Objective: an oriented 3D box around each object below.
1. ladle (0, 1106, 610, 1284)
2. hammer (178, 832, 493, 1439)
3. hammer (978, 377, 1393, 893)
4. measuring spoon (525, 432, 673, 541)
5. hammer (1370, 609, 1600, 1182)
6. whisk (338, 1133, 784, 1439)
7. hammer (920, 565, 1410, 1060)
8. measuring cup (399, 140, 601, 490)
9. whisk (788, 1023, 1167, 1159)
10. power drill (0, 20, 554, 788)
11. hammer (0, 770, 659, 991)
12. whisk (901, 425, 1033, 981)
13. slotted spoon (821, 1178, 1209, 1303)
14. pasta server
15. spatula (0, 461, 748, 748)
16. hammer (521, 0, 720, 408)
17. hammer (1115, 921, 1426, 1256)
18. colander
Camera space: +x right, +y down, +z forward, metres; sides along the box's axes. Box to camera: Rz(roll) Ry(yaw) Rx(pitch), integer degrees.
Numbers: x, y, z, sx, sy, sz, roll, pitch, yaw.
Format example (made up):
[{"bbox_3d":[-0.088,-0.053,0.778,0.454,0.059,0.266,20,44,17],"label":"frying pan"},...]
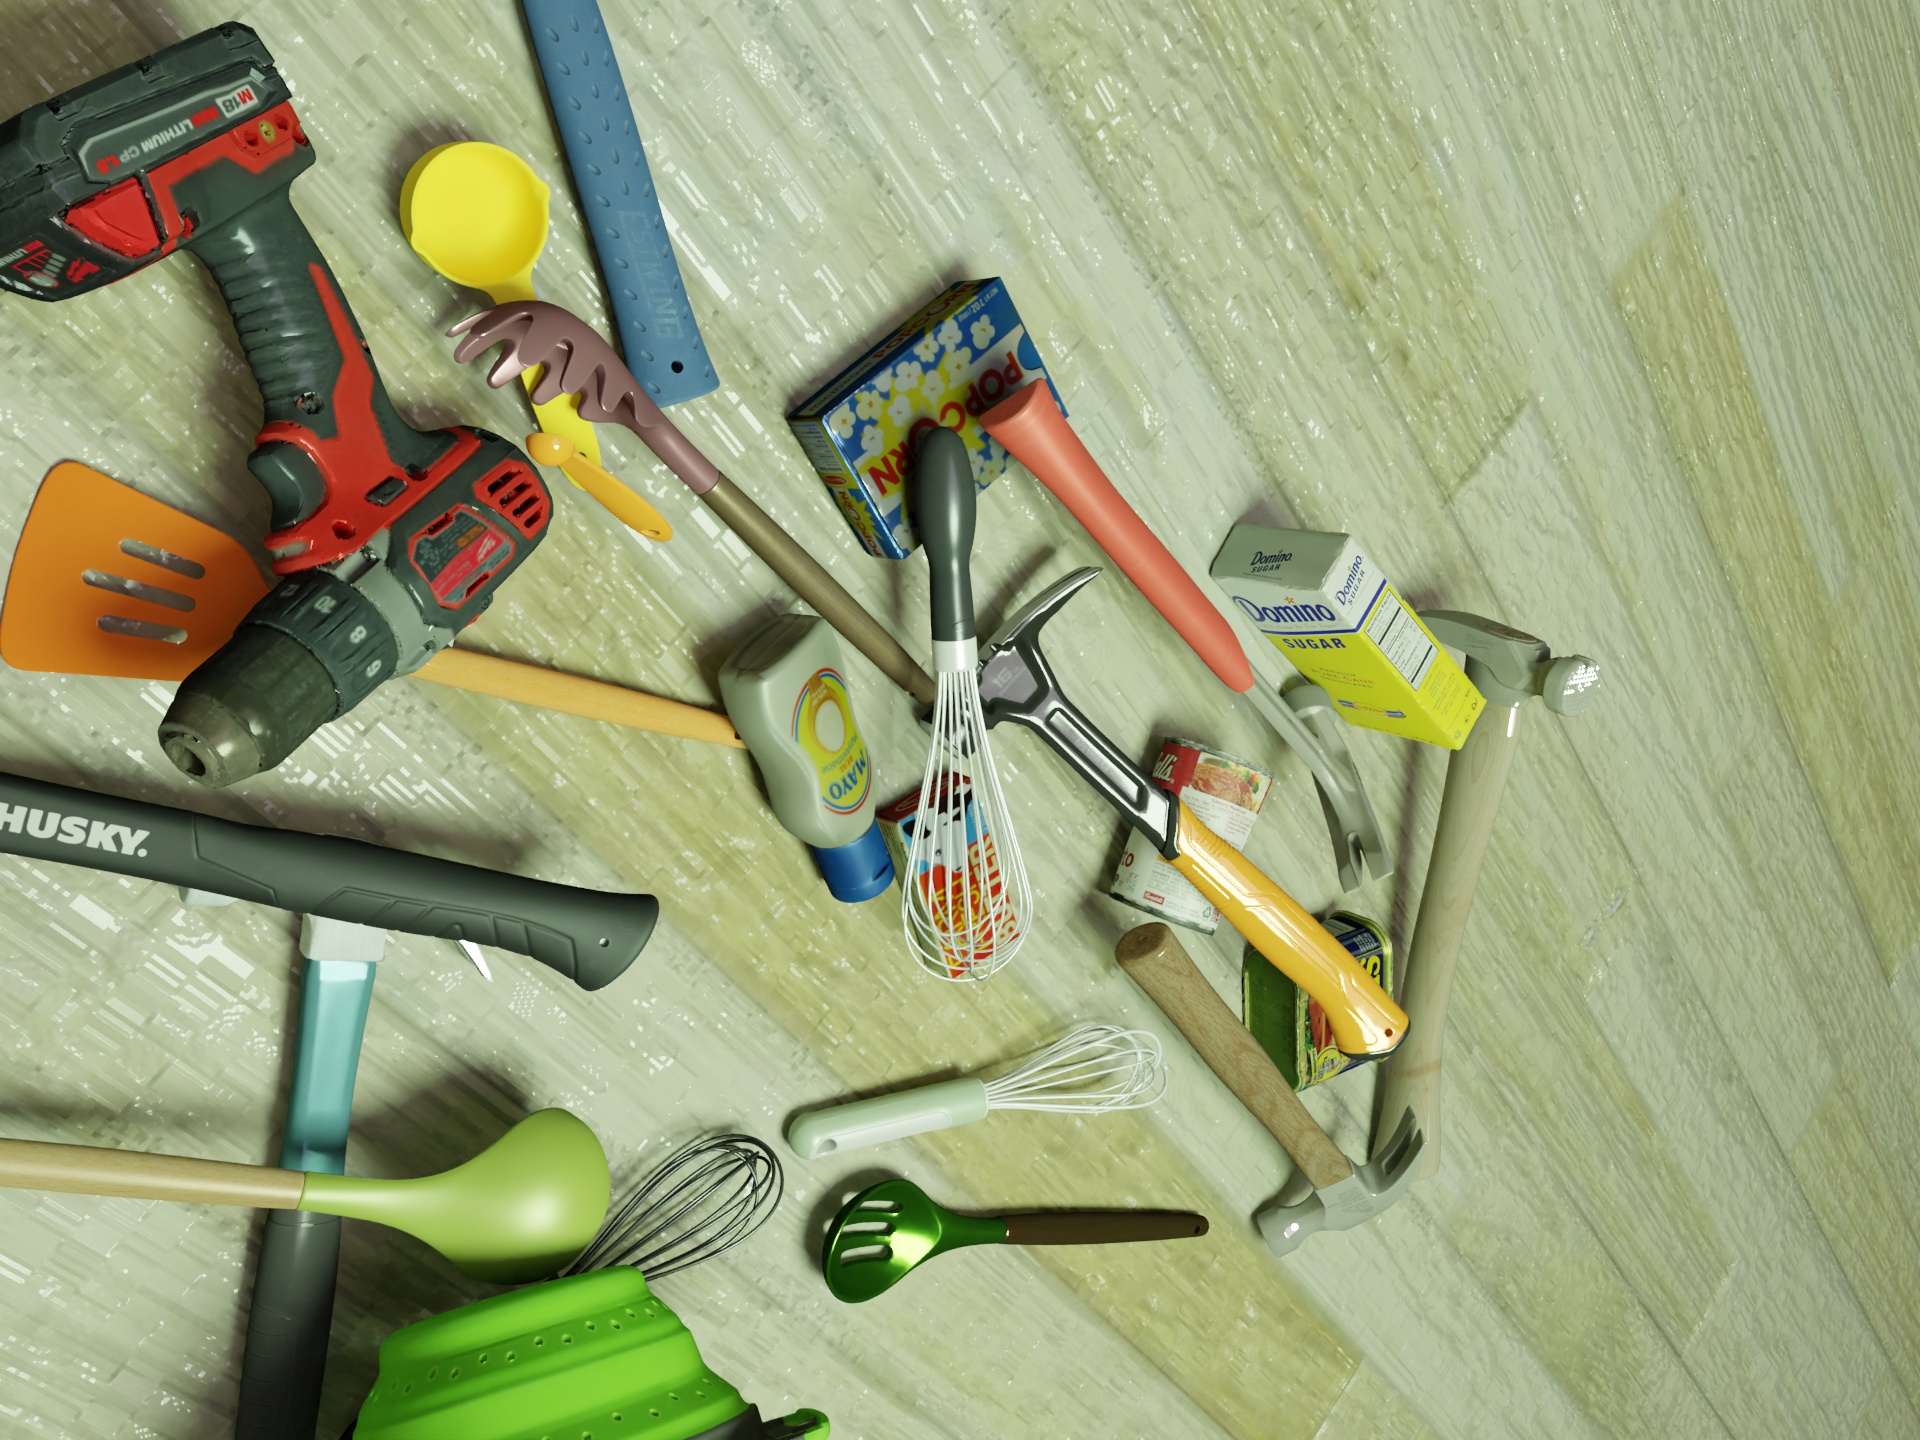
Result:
[{"bbox_3d":[-0.292,0.179,0.634,0.320,0.062,0.078,16,93,-29],"label":"ladle"},{"bbox_3d":[-0.284,0.212,0.685,0.128,0.033,0.331,6,97,-36],"label":"hammer"},{"bbox_3d":[0.129,-0.049,0.860,0.036,0.149,0.358,-30,130,22],"label":"hammer"},{"bbox_3d":[-0.153,-0.096,0.687,0.116,0.021,0.011,44,49,-69],"label":"measuring spoon"},{"bbox_3d":[0.318,0.130,1.074,0.038,0.146,0.410,-10,116,-33],"label":"hammer"},{"bbox_3d":[-0.187,0.278,0.762,0.239,0.055,0.055,-33,118,-21],"label":"whisk"},{"bbox_3d":[0.137,0.067,0.882,0.336,0.034,0.127,44,84,-14],"label":"hammer"},{"bbox_3d":[-0.190,-0.169,0.680,0.062,0.029,0.156,-33,129,-22],"label":"measuring cup"},{"bbox_3d":[0.016,0.212,0.897,0.246,0.059,0.057,-5,131,-31],"label":"whisk"},{"bbox_3d":[-0.260,-0.106,0.569,0.226,0.080,0.188,63,39,-28],"label":"power drill"},{"bbox_3d":[-0.279,0.047,0.610,0.334,0.035,0.146,15,91,-25],"label":"hammer"},{"bbox_3d":[0.000,-0.003,0.792,0.070,0.070,0.284,-12,107,-34],"label":"whisk"},{"bbox_3d":[0.041,0.305,0.946,0.313,0.031,0.070,13,92,-39],"label":"slotted spoon"},{"bbox_3d":[-0.104,-0.087,0.733,0.315,0.060,0.040,44,69,-43],"label":"pasta server"},{"bbox_3d":[-0.224,-0.025,0.685,0.322,0.041,0.081,15,90,-41],"label":"spatula"},{"bbox_3d":[-0.169,-0.330,0.647,0.144,0.035,0.405,-27,115,-29],"label":"hammer"},{"bbox_3d":[0.187,0.225,0.977,0.130,0.031,0.331,-30,127,13],"label":"hammer"},{"bbox_3d":[-0.256,0.305,0.645,0.397,0.204,0.095,-12,73,-16],"label":"colander"}]
